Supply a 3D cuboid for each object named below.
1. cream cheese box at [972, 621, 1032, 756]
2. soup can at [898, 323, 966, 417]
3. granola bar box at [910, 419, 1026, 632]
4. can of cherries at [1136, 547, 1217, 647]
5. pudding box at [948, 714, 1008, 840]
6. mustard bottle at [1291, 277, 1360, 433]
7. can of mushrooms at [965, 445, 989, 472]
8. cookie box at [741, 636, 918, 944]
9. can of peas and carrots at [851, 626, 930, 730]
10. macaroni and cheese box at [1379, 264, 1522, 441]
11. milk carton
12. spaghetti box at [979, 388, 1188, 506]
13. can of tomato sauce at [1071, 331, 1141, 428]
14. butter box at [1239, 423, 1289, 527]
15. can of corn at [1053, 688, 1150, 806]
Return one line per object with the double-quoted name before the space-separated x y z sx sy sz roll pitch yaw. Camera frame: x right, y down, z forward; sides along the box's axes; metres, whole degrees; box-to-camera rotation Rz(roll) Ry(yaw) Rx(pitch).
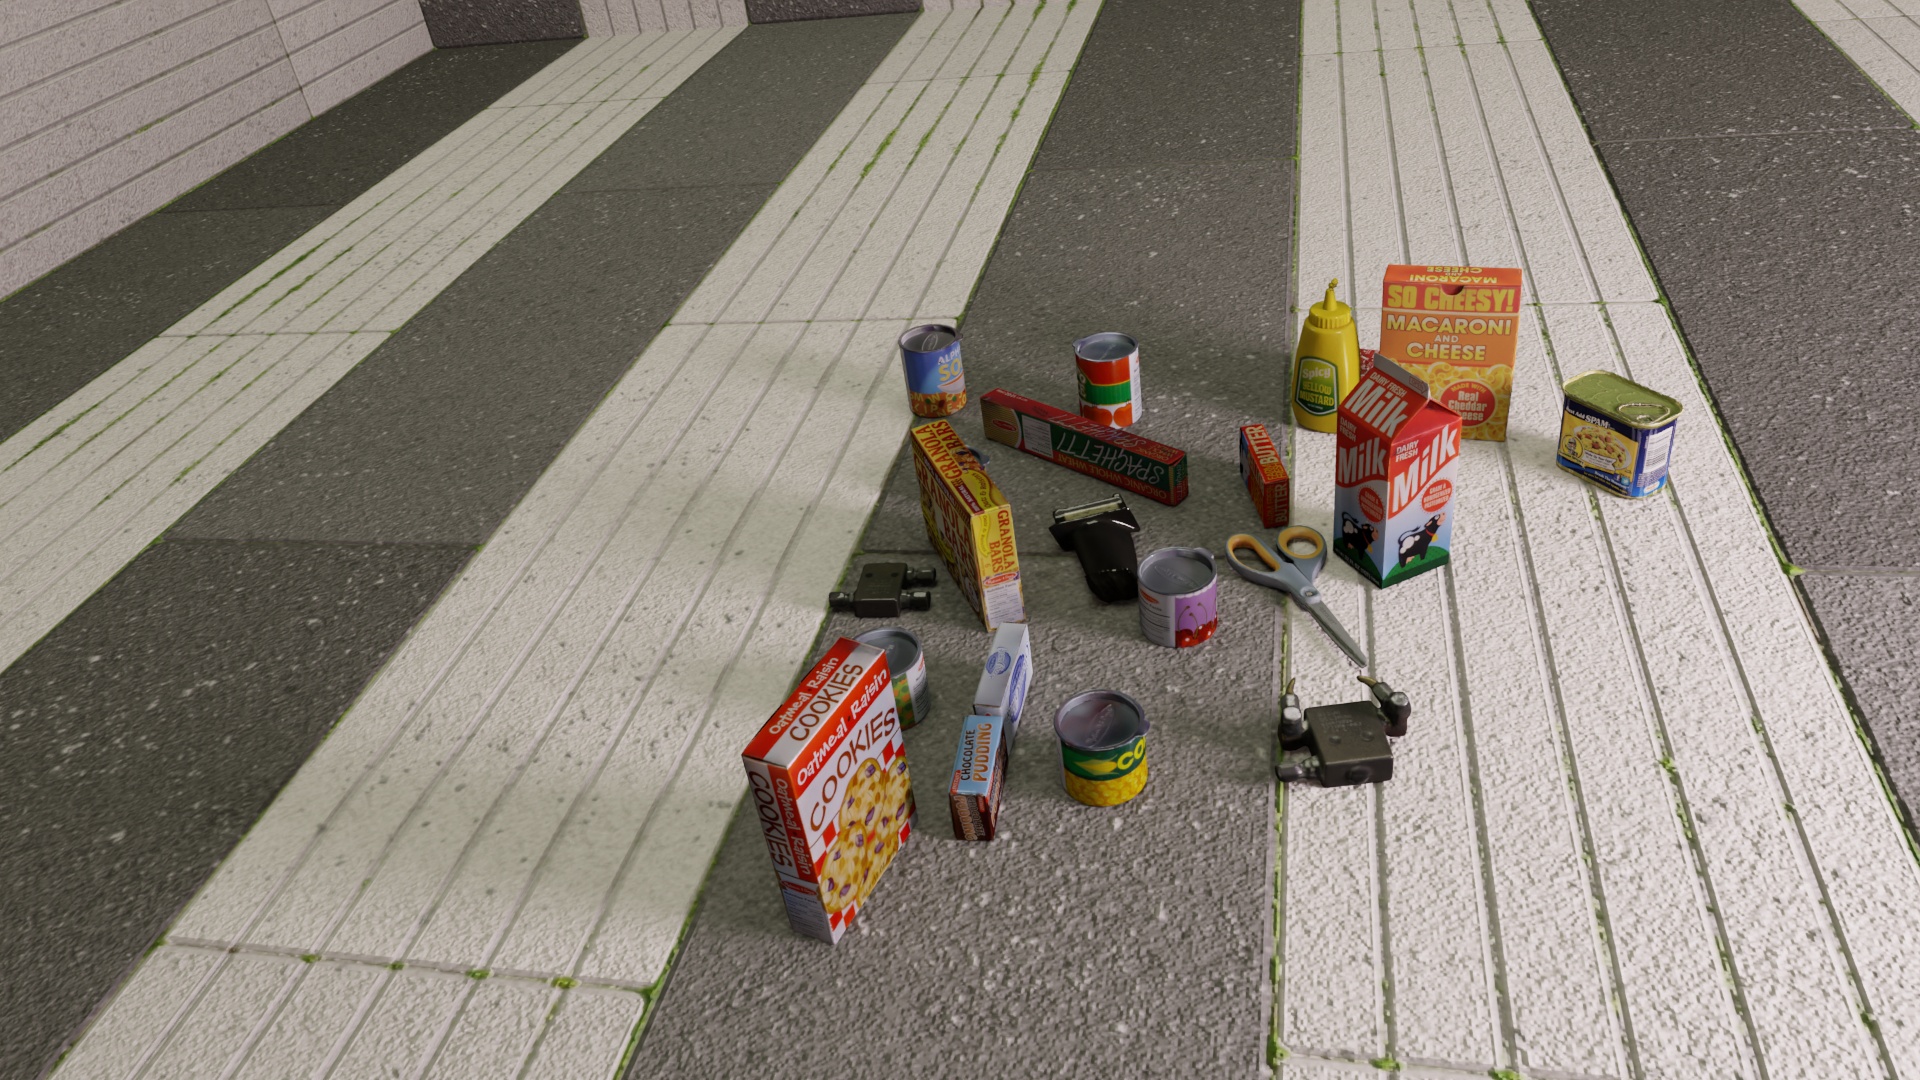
"cream cheese box" 0.034 0.116 1.097 0.024 0.053 0.104 2 35 15
"soup can" -0.027 -0.186 1.525 0.071 0.083 0.072 -6 34 4
"granola bar box" 0.004 -0.015 1.233 0.039 0.123 0.166 -17 35 -12
"can of cherries" 0.184 0.047 1.161 0.071 0.058 0.072 -6 34 4
"pudding box" 0.014 0.173 1.022 0.030 0.049 0.084 0 35 12
"mustard bottle" 0.361 -0.184 1.369 0.065 0.159 0.049 17 42 33
"can of mushrooms" -0.004 -0.065 1.387 0.071 0.033 0.071 -6 34 4
"cookie box" -0.085 0.169 0.945 0.040 0.166 0.123 10 38 26
"can of peas and carrots" -0.062 0.112 1.119 0.071 0.058 0.071 -6 34 4
"macaroni and cheese box" 0.467 -0.179 1.332 0.124 0.165 0.040 6 37 20
"milk carton" 0.364 -0.061 1.162 0.073 0.189 0.072 -20 35 -16
"spaghetti box" 0.121 -0.096 1.390 0.250 0.050 0.029 24 46 38
"can of tomato sauce" 0.154 -0.168 1.459 0.071 0.082 0.071 -6 34 4
"butter box" 0.284 -0.061 1.301 0.024 0.052 0.104 -8 34 1
"can of corn" 0.106 0.153 1.023 0.071 0.058 0.071 -6 34 4
